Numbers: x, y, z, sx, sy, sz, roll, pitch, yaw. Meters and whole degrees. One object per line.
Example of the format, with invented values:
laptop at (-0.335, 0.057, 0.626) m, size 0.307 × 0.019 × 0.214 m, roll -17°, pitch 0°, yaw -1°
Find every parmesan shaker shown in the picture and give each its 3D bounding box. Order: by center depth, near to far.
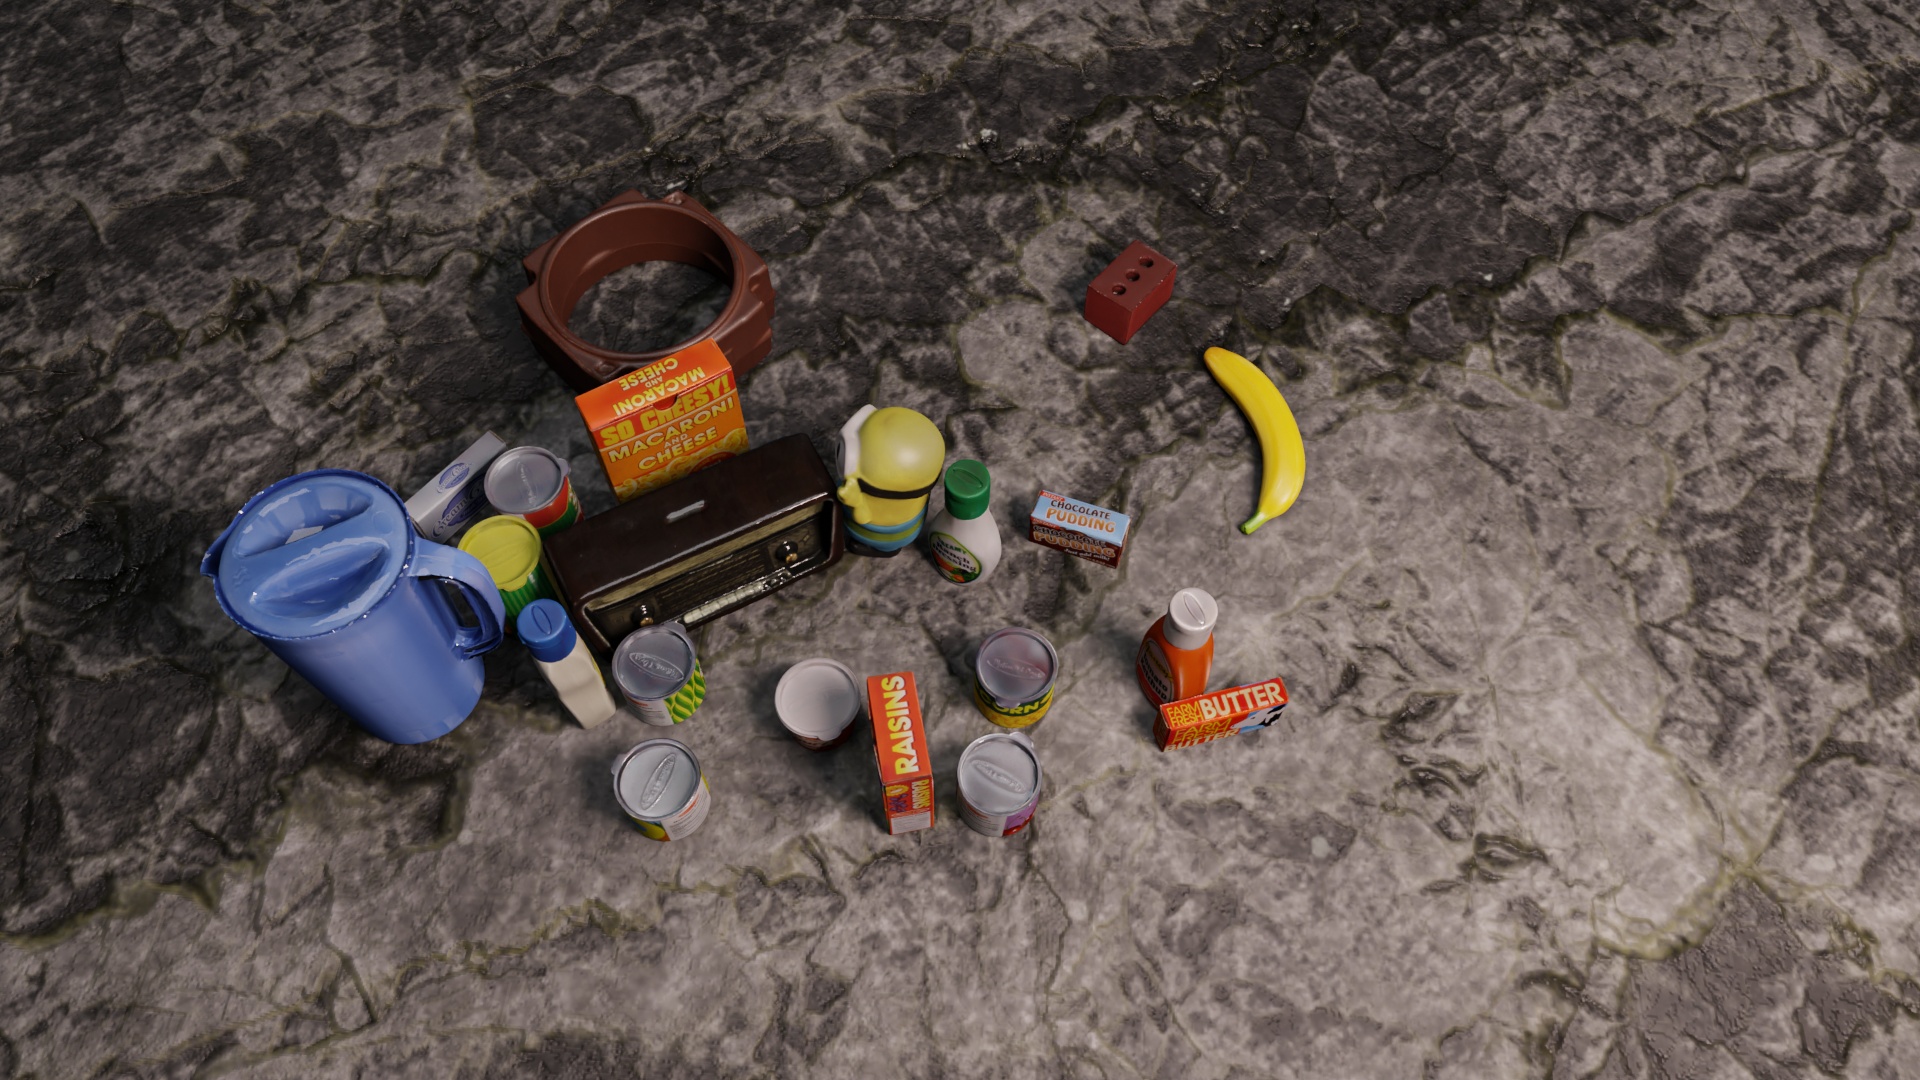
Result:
parmesan shaker at (-0.364, 0.035, 1.139) m, size 0.071 × 0.102 × 0.071 m, roll 0°, pitch 61°, yaw -1°

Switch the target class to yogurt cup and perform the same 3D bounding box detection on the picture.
yogurt cup at (-0.113, 0.135, 1.116) m, size 0.072 × 0.053 × 0.073 m, roll 1°, pitch 61°, yaw -1°

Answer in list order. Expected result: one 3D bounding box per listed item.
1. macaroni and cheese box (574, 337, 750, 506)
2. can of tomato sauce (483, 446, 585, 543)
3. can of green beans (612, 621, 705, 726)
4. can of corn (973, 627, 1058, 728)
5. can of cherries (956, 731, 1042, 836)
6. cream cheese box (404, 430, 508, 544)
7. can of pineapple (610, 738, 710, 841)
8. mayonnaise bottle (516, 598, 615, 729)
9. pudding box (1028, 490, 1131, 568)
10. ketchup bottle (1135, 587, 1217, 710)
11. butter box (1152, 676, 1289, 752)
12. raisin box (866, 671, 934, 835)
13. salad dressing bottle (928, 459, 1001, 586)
macaroni and cheese box at (-0.244, -0.084, 1.173) m, size 0.124 × 0.165 × 0.040 m, roll -27°, pitch 65°, yaw -15°
can of tomato sauce at (-0.360, -0.032, 1.188) m, size 0.071 × 0.082 × 0.071 m, roll 0°, pitch 61°, yaw -1°
can of green beans at (-0.243, 0.110, 1.125) m, size 0.071 × 0.057 × 0.071 m, roll 1°, pitch 61°, yaw -1°
can of corn at (0.043, 0.115, 1.128) m, size 0.071 × 0.058 × 0.071 m, roll 1°, pitch 61°, yaw -1°
can of cherries at (0.031, 0.190, 1.085) m, size 0.071 × 0.058 × 0.072 m, roll 1°, pitch 61°, yaw -1°
cream cheese box at (-0.435, -0.043, 1.210) m, size 0.024 × 0.053 × 0.104 m, roll 35°, pitch 66°, yaw 17°
can of pineapple at (-0.232, 0.193, 1.078) m, size 0.071 × 0.057 × 0.071 m, roll 1°, pitch 61°, yaw -1°
mayonnaise bottle at (-0.308, 0.094, 1.081) m, size 0.041 × 0.147 × 0.065 m, roll -30°, pitch 66°, yaw -16°
pudding box at (0.103, -0.010, 1.204) m, size 0.084 × 0.049 × 0.030 m, roll 18°, pitch 62°, yaw 9°
ketchup bottle at (0.173, 0.085, 1.095) m, size 0.043 × 0.148 × 0.065 m, roll -23°, pitch 64°, yaw -13°
butter box at (0.209, 0.141, 1.119) m, size 0.104 × 0.053 × 0.024 m, roll -12°, pitch 62°, yaw -8°
raisin box at (-0.046, 0.164, 1.061) m, size 0.040 × 0.122 × 0.086 m, roll -8°, pitch 61°, yaw -5°
salad dressing bottle at (0.004, -0.014, 1.149) m, size 0.064 × 0.147 × 0.044 m, roll 31°, pitch 65°, yaw 15°
